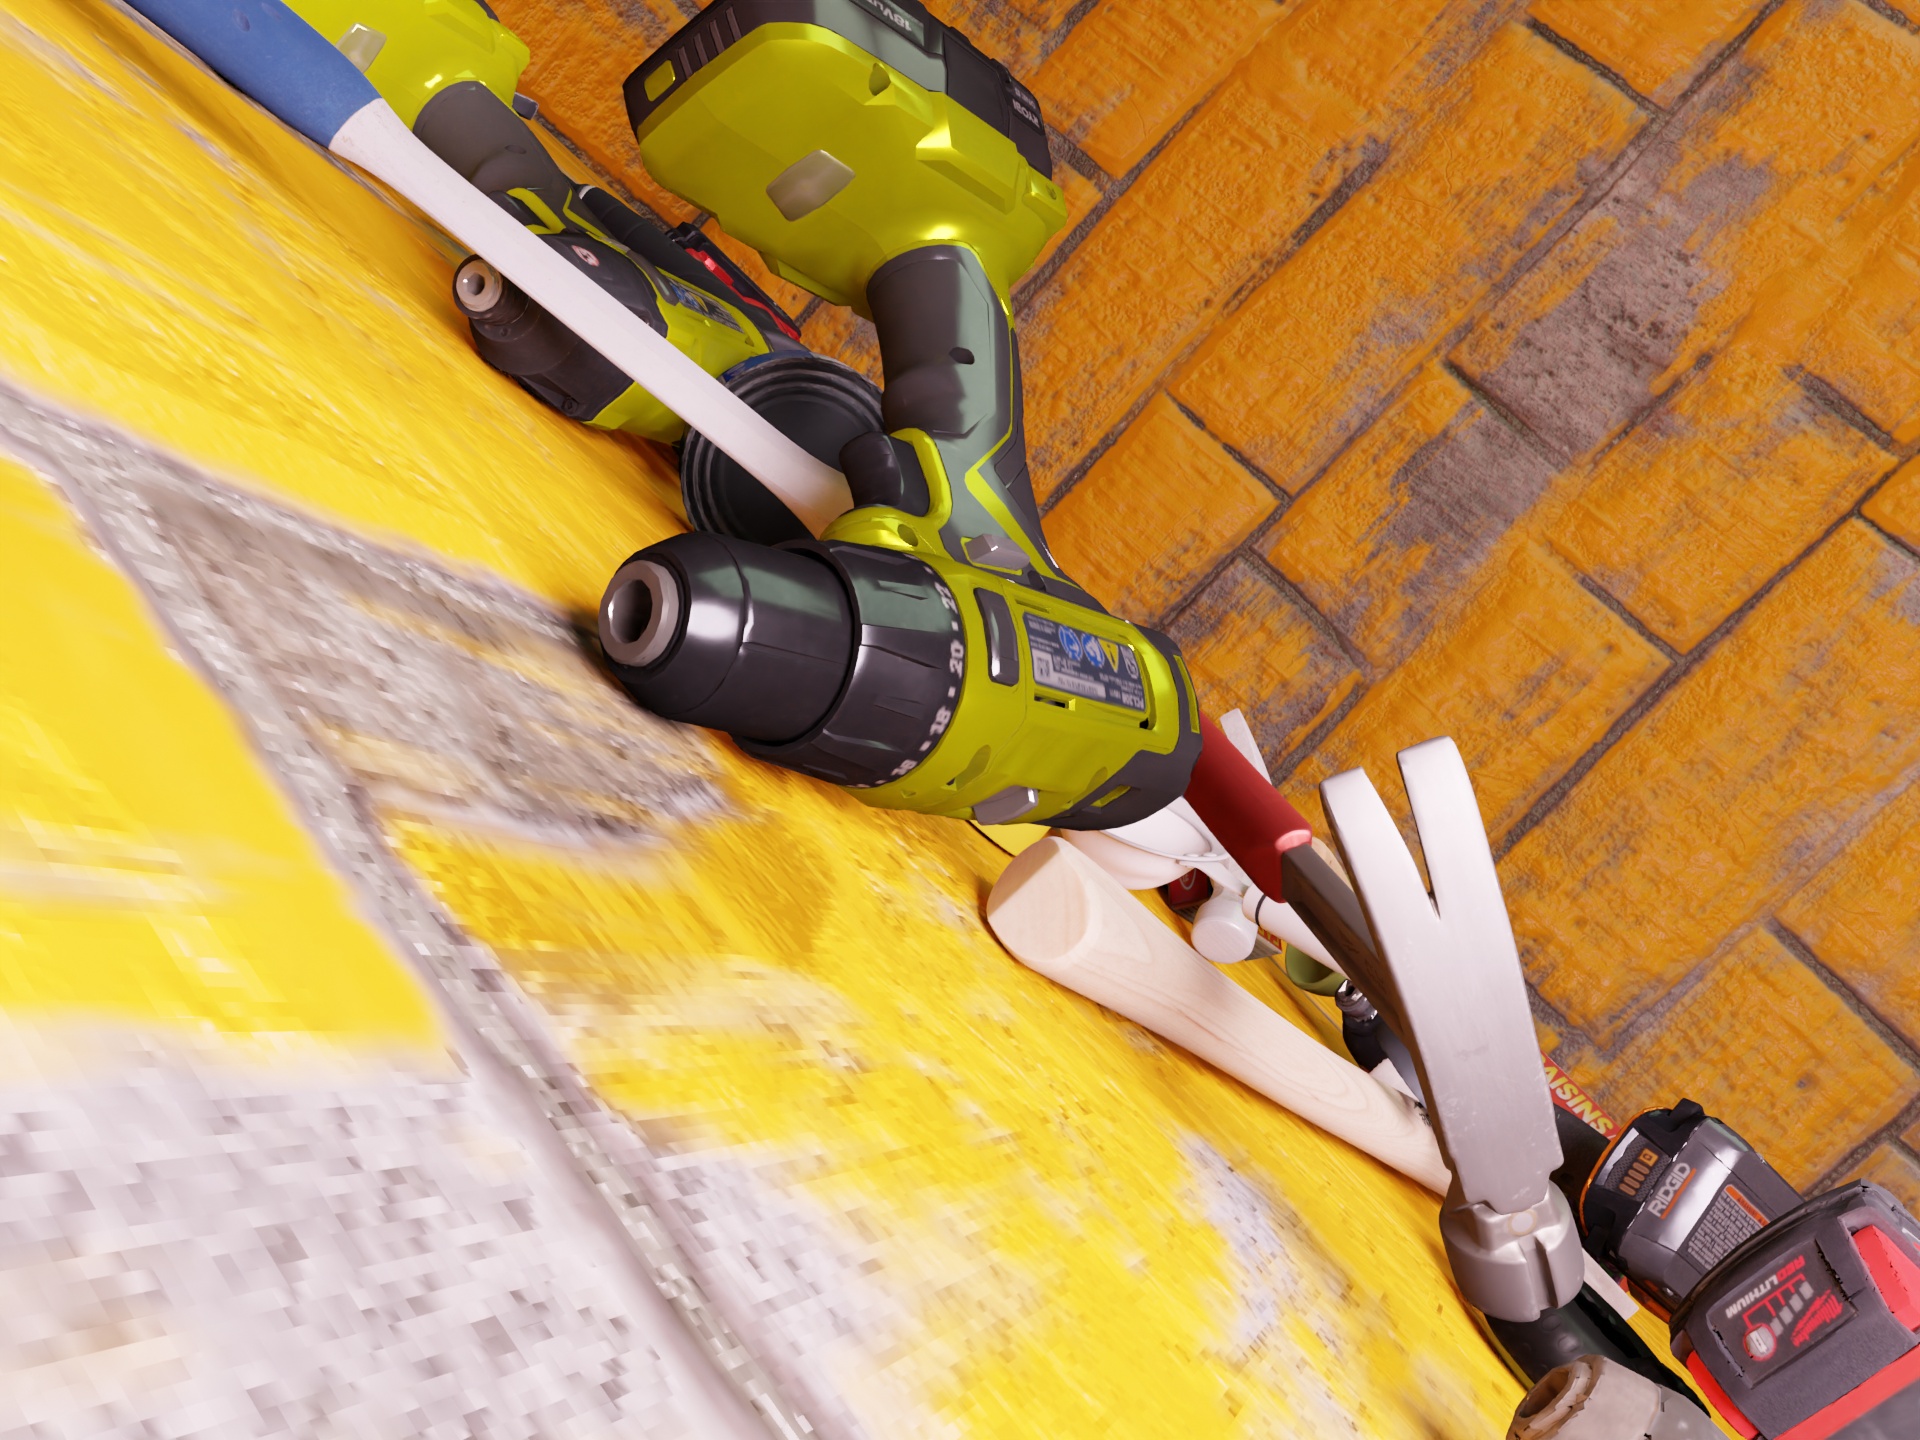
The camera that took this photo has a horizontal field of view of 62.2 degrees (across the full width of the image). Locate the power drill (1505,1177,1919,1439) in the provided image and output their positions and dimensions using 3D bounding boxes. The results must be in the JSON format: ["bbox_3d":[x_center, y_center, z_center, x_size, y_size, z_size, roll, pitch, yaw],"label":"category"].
[{"bbox_3d":[0.223,0.199,0.392,0.188,0.080,0.226,45,24,13],"label":"power drill"}]

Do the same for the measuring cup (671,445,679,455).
[{"bbox_3d":[-0.084,-0.093,0.706,0.167,0.038,0.083,55,2,-7],"label":"measuring cup"}]

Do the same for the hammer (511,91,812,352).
[{"bbox_3d":[-0.203,-0.277,0.839,0.409,0.036,0.149,43,17,31],"label":"hammer"}]

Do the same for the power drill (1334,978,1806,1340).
[{"bbox_3d":[0.288,0.203,0.786,0.164,0.084,0.227,40,-6,-27],"label":"power drill"}]

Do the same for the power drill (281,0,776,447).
[{"bbox_3d":[-0.177,-0.199,0.591,0.223,0.080,0.171,49,14,12],"label":"power drill"}]

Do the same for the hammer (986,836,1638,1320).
[{"bbox_3d":[0.137,0.138,0.572,0.410,0.038,0.146,36,12,-48],"label":"hammer"}]

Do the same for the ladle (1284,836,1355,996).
[{"bbox_3d":[0.179,0.089,0.784,0.062,0.078,0.320,34,-3,24],"label":"ladle"}]

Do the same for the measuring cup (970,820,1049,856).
[{"bbox_3d":[-0.016,-0.012,0.598,0.157,0.029,0.062,50,9,31],"label":"measuring cup"}]

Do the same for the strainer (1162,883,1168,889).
[{"bbox_3d":[0.130,0.050,0.927,0.256,0.069,0.152,37,10,-38],"label":"strainer"}]

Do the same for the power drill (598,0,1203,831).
[{"bbox_3d":[-0.023,-0.084,0.429,0.190,0.080,0.229,13,60,-50],"label":"power drill"}]

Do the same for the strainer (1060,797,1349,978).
[{"bbox_3d":[0.112,0.070,0.625,0.086,0.050,0.259,4,17,-41],"label":"strainer"}]

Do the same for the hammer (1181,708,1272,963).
[{"bbox_3d":[0.037,-0.036,0.753,0.331,0.033,0.128,45,39,-13],"label":"hammer"}]

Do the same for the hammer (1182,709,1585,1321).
[{"bbox_3d":[0.094,0.027,0.522,0.359,0.036,0.149,-113,-177,-72],"label":"hammer"}]

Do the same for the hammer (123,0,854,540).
[{"bbox_3d":[-0.164,-0.168,0.465,0.405,0.035,0.144,38,44,-14],"label":"hammer"}]

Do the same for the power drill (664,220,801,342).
[{"bbox_3d":[-0.098,-0.165,0.874,0.220,0.078,0.143,52,10,32],"label":"power drill"}]
